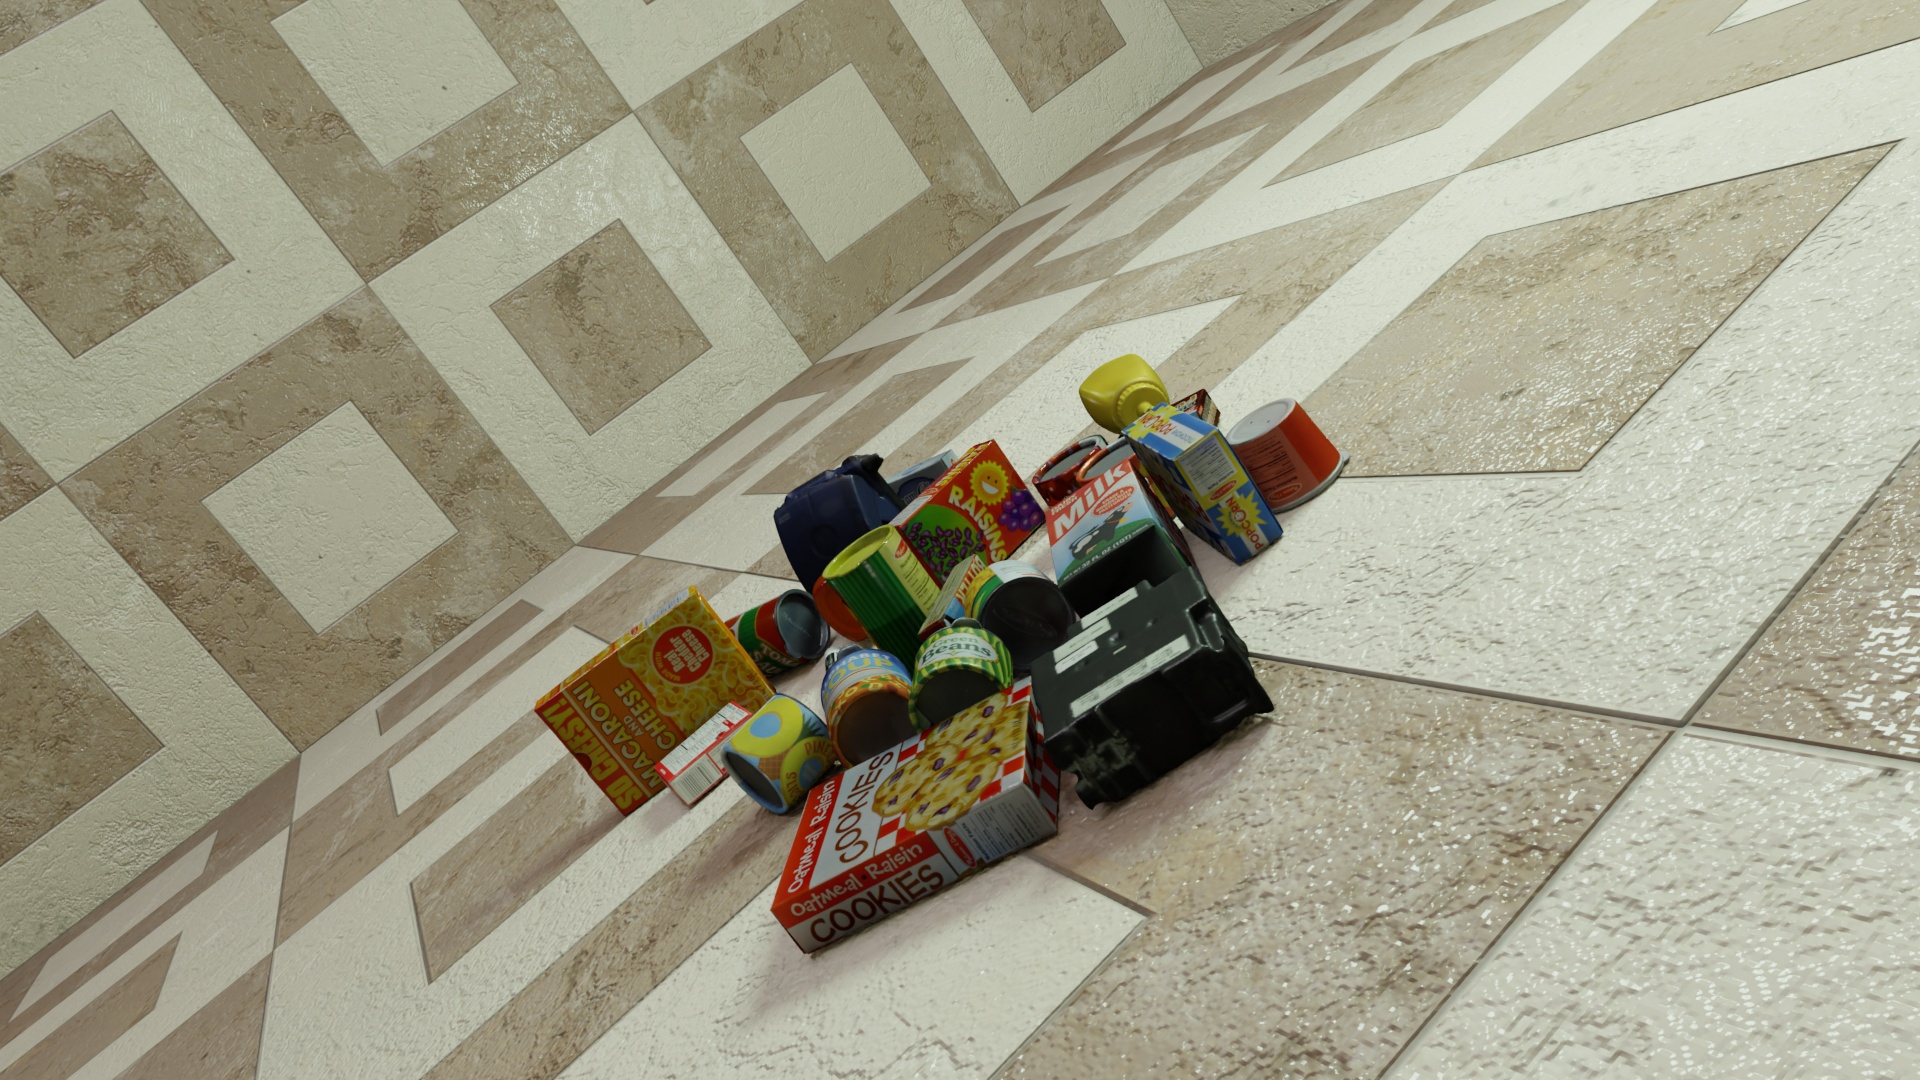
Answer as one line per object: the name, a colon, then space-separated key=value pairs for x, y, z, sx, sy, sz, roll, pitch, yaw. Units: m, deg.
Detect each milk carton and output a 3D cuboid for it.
milk carton: x=0.107 y=0.005 z=0.920 sx=0.072 sy=0.073 sz=0.191 roll=-34 pitch=15 yaw=10

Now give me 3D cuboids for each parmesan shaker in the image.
parmesan shaker: x=-0.050 y=0.049 z=1.060 sx=0.071 sy=0.103 sz=0.071 roll=-32 pitch=15 yaw=10

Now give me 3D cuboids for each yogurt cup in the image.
yogurt cup: x=0.213 y=-0.058 z=0.928 sx=0.072 sy=0.054 sz=0.072 roll=-33 pitch=15 yaw=10

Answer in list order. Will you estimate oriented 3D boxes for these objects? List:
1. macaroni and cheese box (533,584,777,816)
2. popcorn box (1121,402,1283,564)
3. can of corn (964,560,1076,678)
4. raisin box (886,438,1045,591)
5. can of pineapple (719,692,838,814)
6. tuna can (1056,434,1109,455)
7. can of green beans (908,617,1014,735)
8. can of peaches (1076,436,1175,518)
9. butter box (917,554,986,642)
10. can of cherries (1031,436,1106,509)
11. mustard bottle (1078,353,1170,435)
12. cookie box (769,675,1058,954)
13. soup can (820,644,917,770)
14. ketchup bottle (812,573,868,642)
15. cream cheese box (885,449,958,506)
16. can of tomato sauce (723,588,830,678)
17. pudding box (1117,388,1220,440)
macaroni and cheese box: x=-0.260 y=0.137 z=1.196 sx=0.166 sy=0.123 sz=0.040 roll=-37 pitch=14 yaw=-6
popcorn box: x=0.159 y=-0.041 z=0.928 sx=0.038 sy=0.085 sz=0.127 roll=-36 pitch=16 yaw=1
can of corn: x=0.038 y=0.053 z=0.943 sx=0.071 sy=0.071 sz=0.058 roll=-36 pitch=15 yaw=-2
raisin box: x=0.004 y=-0.015 z=1.169 sx=0.124 sy=0.086 sz=0.040 roll=-44 pitch=16 yaw=-29
can of pineapple: x=-0.127 y=0.153 z=0.988 sx=0.058 sy=0.071 sz=0.071 roll=-45 pitch=18 yaw=-30
tuna can: x=0.105 y=-0.060 z=1.194 sx=0.071 sy=0.032 sz=0.071 roll=-33 pitch=15 yaw=10
can of green beans: x=0.001 y=0.095 z=0.887 sx=0.071 sy=0.071 sz=0.058 roll=-32 pitch=16 yaw=13
can of peaches: x=0.128 y=-0.040 z=1.041 sx=0.071 sy=0.058 sz=0.071 roll=-32 pitch=15 yaw=10
butter box: x=0.006 y=0.057 z=1.017 sx=0.024 sy=0.053 sz=0.104 roll=-30 pitch=15 yaw=27
can of cherries: x=0.097 y=-0.040 z=1.103 sx=0.071 sy=0.058 sz=0.072 roll=-32 pitch=16 yaw=10
mustard bottle: x=0.139 y=-0.114 z=1.136 sx=0.065 sy=0.048 sz=0.161 roll=-34 pitch=15 yaw=5
cookie box: x=-0.022 y=0.157 z=0.805 sx=0.167 sy=0.040 sz=0.123 roll=-30 pitch=16 yaw=16
soup can: x=-0.061 y=0.115 z=0.948 sx=0.071 sy=0.071 sz=0.084 roll=-35 pitch=16 yaw=-1
ketchup bottle: x=-0.103 y=0.051 z=1.247 sx=0.043 sy=0.064 sz=0.149 roll=-42 pitch=7 yaw=-1
cream cheese box: x=-0.035 y=-0.052 z=1.421 sx=0.103 sy=0.053 sz=0.024 roll=-21 pitch=19 yaw=42
can of tomato sauce: x=-0.171 y=0.090 z=1.263 sx=0.083 sy=0.071 sz=0.071 roll=-25 pitch=18 yaw=35
pudding box: x=0.170 y=-0.088 z=1.146 sx=0.083 sy=0.030 sz=0.050 roll=-26 pitch=18 yaw=30
